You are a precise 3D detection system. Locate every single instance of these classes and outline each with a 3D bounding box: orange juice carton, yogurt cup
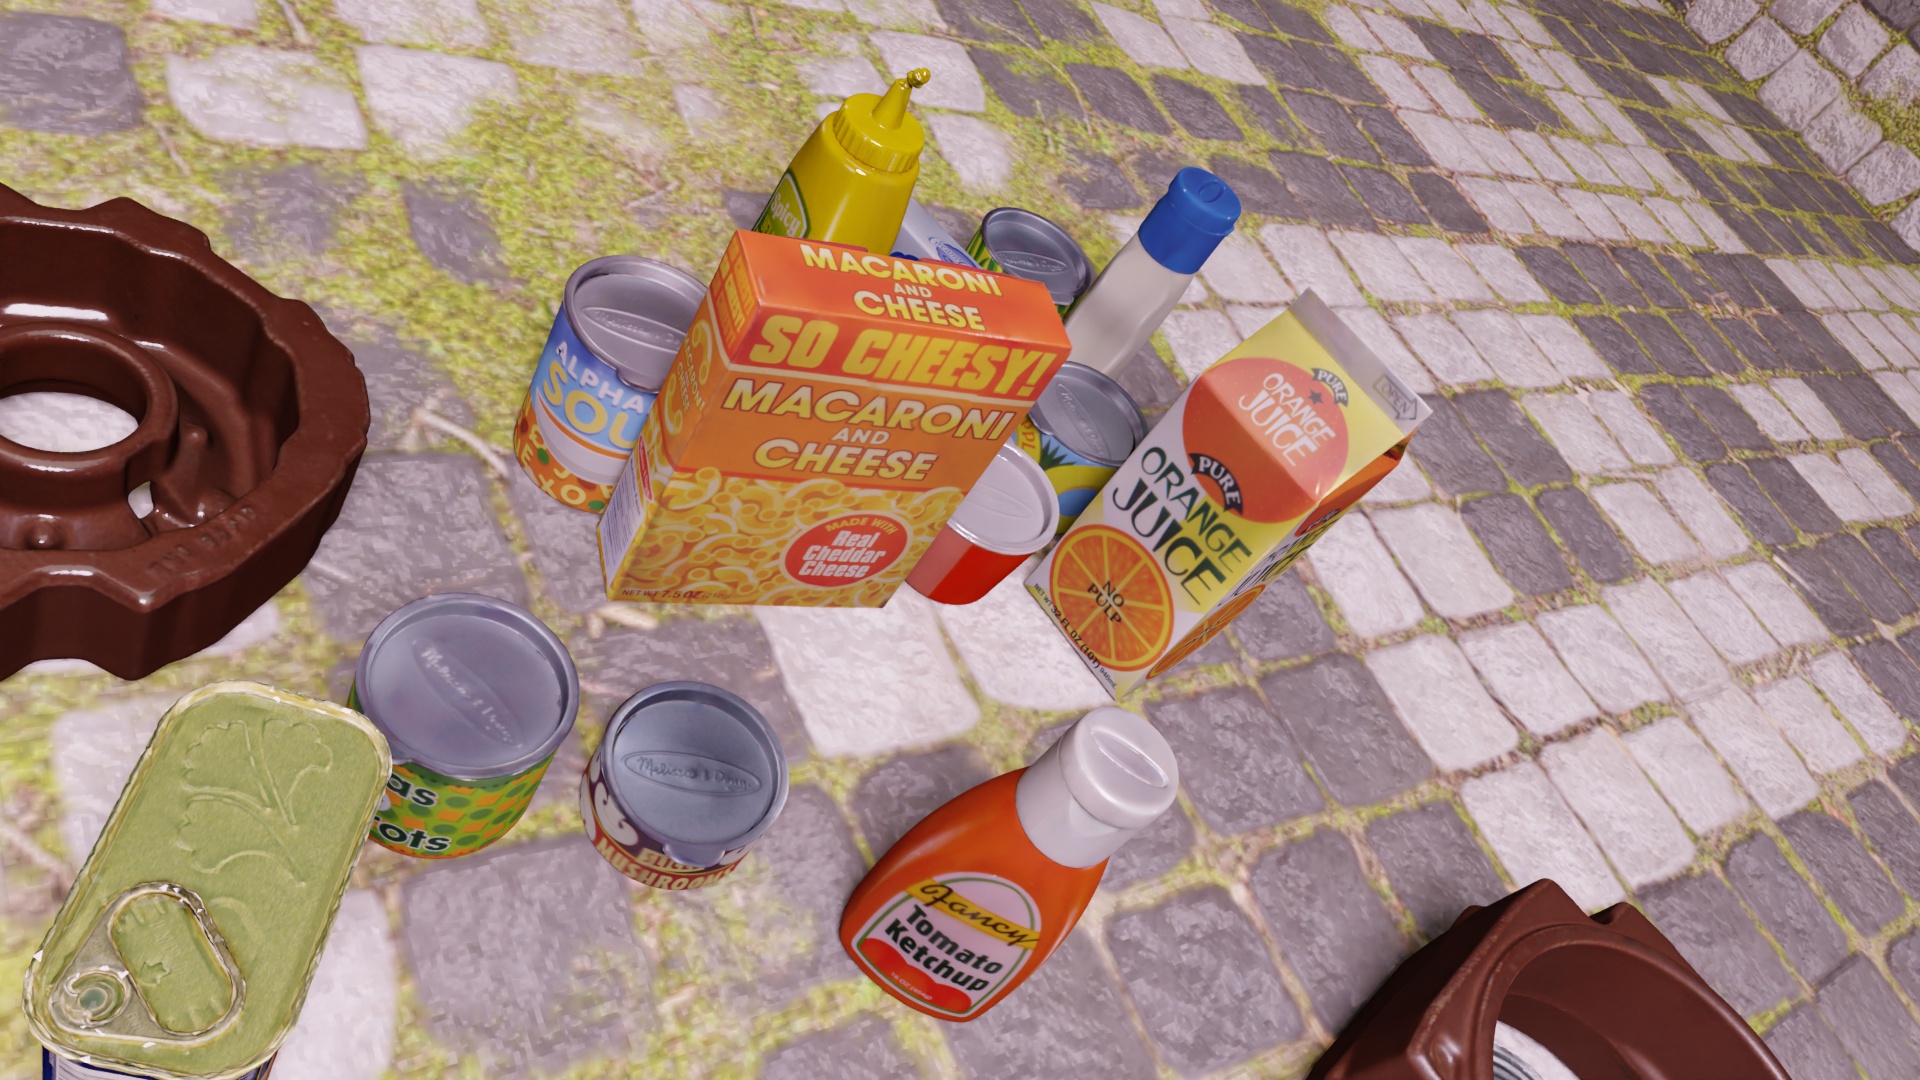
[{"bbox_3d":[0.115,-0.018,0.599,0.073,0.191,0.072,-22,68,-44],"label":"orange juice carton"},{"bbox_3d":[0.002,-0.008,0.618,0.072,0.053,0.073,18,45,-20],"label":"yogurt cup"}]

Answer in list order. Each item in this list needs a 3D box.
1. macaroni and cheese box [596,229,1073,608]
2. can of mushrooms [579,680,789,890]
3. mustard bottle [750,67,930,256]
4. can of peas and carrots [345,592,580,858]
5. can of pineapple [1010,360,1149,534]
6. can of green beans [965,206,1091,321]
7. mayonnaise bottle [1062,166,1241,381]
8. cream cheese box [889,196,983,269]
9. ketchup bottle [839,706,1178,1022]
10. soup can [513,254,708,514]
[{"bbox_3d":[-0.053,-0.037,0.523,0.124,0.165,0.040,3,52,-32],"label":"macaroni and cheese box"},{"bbox_3d":[-0.096,0.087,0.483,0.071,0.033,0.071,18,45,-20],"label":"can of mushrooms"},{"bbox_3d":[-0.055,-0.152,0.629,0.049,0.159,0.065,0,54,-34],"label":"mustard bottle"},{"bbox_3d":[-0.163,0.061,0.442,0.071,0.058,0.071,18,45,-20],"label":"can of peas and carrots"},{"bbox_3d":[0.048,-0.045,0.678,0.071,0.057,0.071,18,45,-20],"label":"can of pineapple"},{"bbox_3d":[0.027,-0.135,0.744,0.071,0.057,0.071,18,45,-20],"label":"can of green beans"},{"bbox_3d":[0.085,-0.122,0.705,0.041,0.147,0.065,41,42,4],"label":"mayonnaise bottle"},{"bbox_3d":[-0.012,-0.124,0.712,0.104,0.053,0.024,47,43,11],"label":"cream cheese box"},{"bbox_3d":[0.016,0.106,0.455,0.065,0.148,0.044,34,42,-3],"label":"ketchup bottle"},{"bbox_3d":[-0.135,-0.058,0.549,0.071,0.083,0.072,19,45,-20],"label":"soup can"}]
